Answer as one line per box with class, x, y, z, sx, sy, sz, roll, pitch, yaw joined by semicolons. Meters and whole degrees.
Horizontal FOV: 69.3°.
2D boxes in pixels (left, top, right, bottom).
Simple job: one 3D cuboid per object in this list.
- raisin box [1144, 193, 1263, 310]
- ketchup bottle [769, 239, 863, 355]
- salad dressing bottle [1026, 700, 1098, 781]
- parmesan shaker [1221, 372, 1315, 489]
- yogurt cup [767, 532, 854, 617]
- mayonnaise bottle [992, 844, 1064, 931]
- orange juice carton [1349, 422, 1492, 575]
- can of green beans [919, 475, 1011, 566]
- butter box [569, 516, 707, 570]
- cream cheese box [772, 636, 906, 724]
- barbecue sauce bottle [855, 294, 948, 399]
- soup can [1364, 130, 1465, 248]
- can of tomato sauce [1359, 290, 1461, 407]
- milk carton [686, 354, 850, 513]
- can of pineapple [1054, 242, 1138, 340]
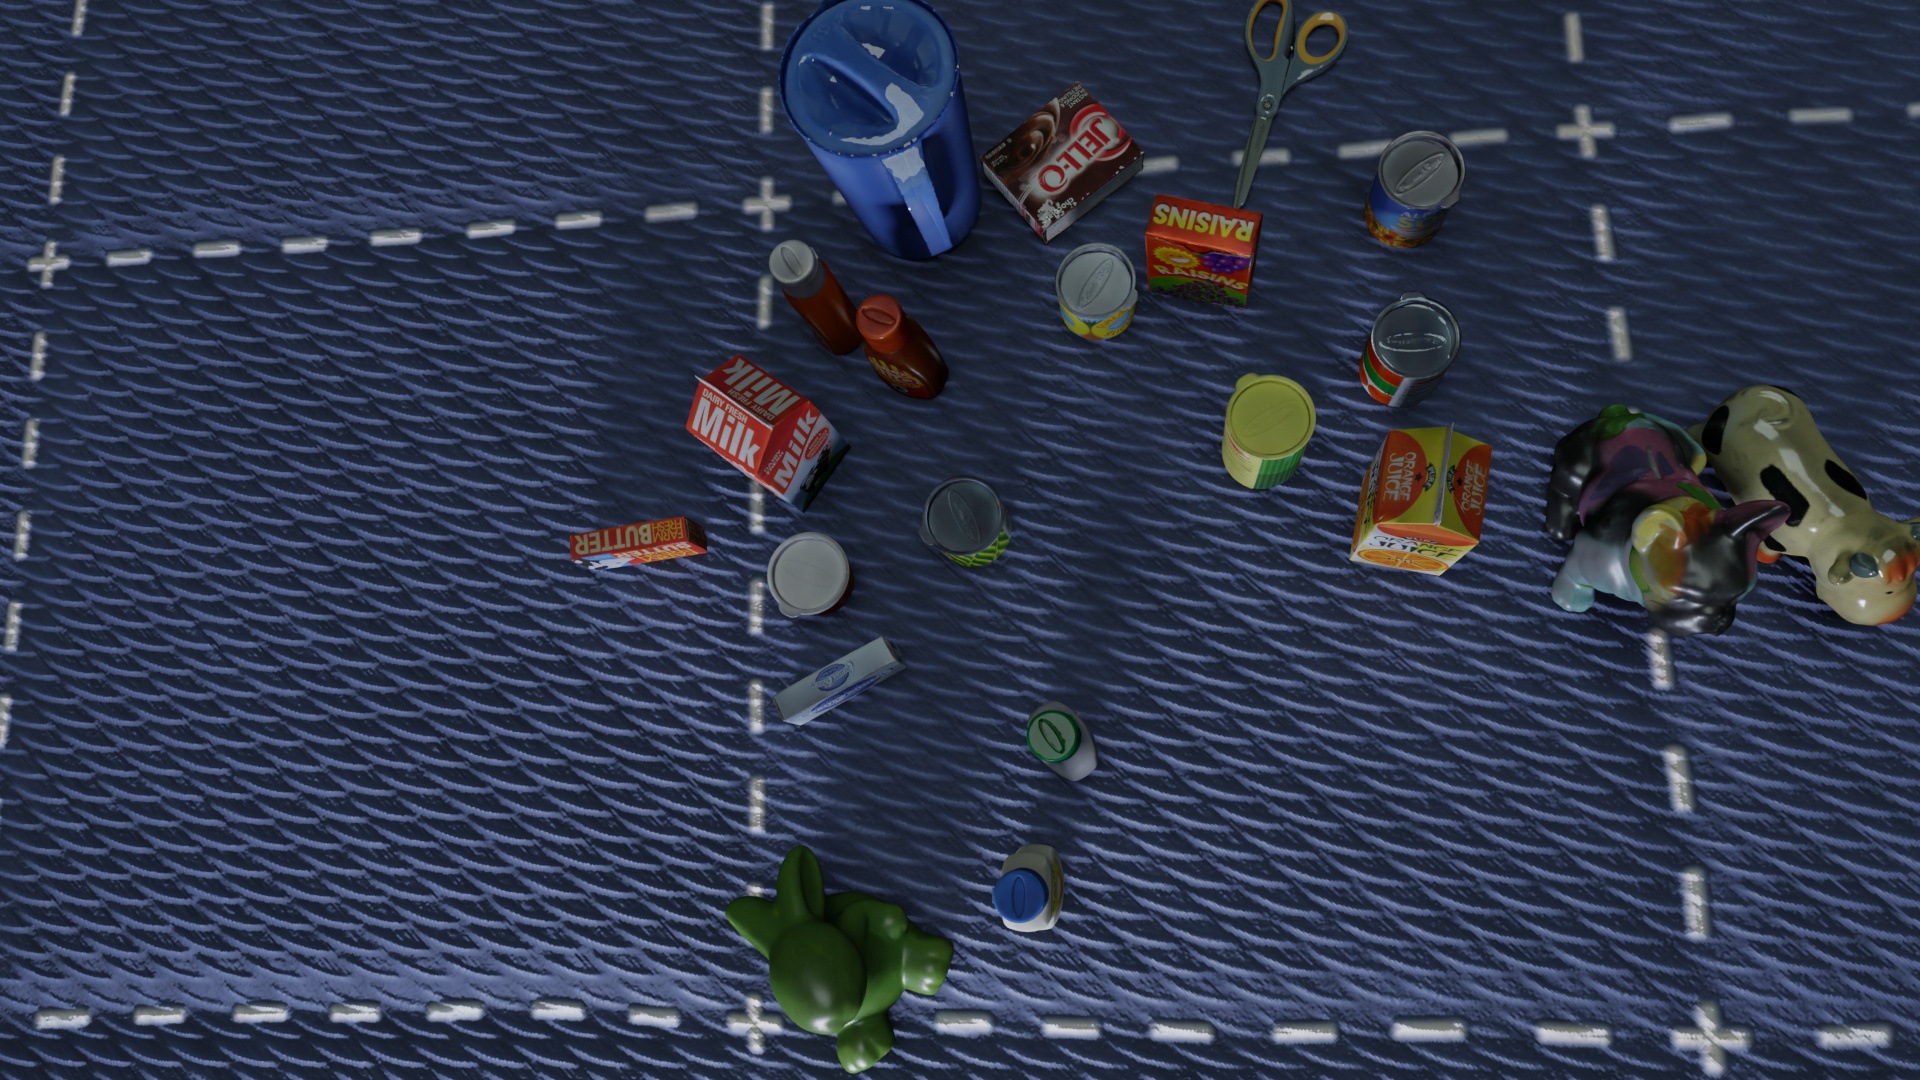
raisin box;0.194;-0.230;1.117;0.086;0.123;0.040;15;82;11
ketchup bottle;-0.119;-0.203;1.145;0.043;0.148;0.065;-33;76;1
salad dressing bottle;0.075;0.150;1.046;0.044;0.147;0.064;-35;76;1
parmesan shaker;0.239;-0.086;1.092;0.071;0.103;0.071;-2;79;8
yogurt cup;-0.120;0.031;1.147;0.072;0.054;0.072;-2;79;8
mayonnaise bottle;0.051;0.259;1.027;0.041;0.148;0.065;-1;79;8
orange juice carton;0.339;-0.029;1.020;0.073;0.192;0.072;10;81;10
can of green beans;0.006;-0.015;1.135;0.071;0.057;0.071;-2;79;8
butter box;-0.272;0.003;1.175;0.103;0.053;0.024;-9;78;7
cream cheese box;-0.097;0.114;1.127;0.104;0.053;0.024;-29;77;2
barbecue sauce bottle;-0.051;-0.158;1.126;0.065;0.148;0.044;23;84;12
soup can;0.367;-0.279;1.122;0.071;0.083;0.071;-2;79;8
can of tomato sauce;0.353;-0.149;1.098;0.071;0.083;0.071;-2;79;8
milk carton;-0.154;-0.086;1.105;0.072;0.190;0.073;33;86;13
can of pineapple;0.115;-0.205;1.157;0.071;0.058;0.071;-2;79;8
